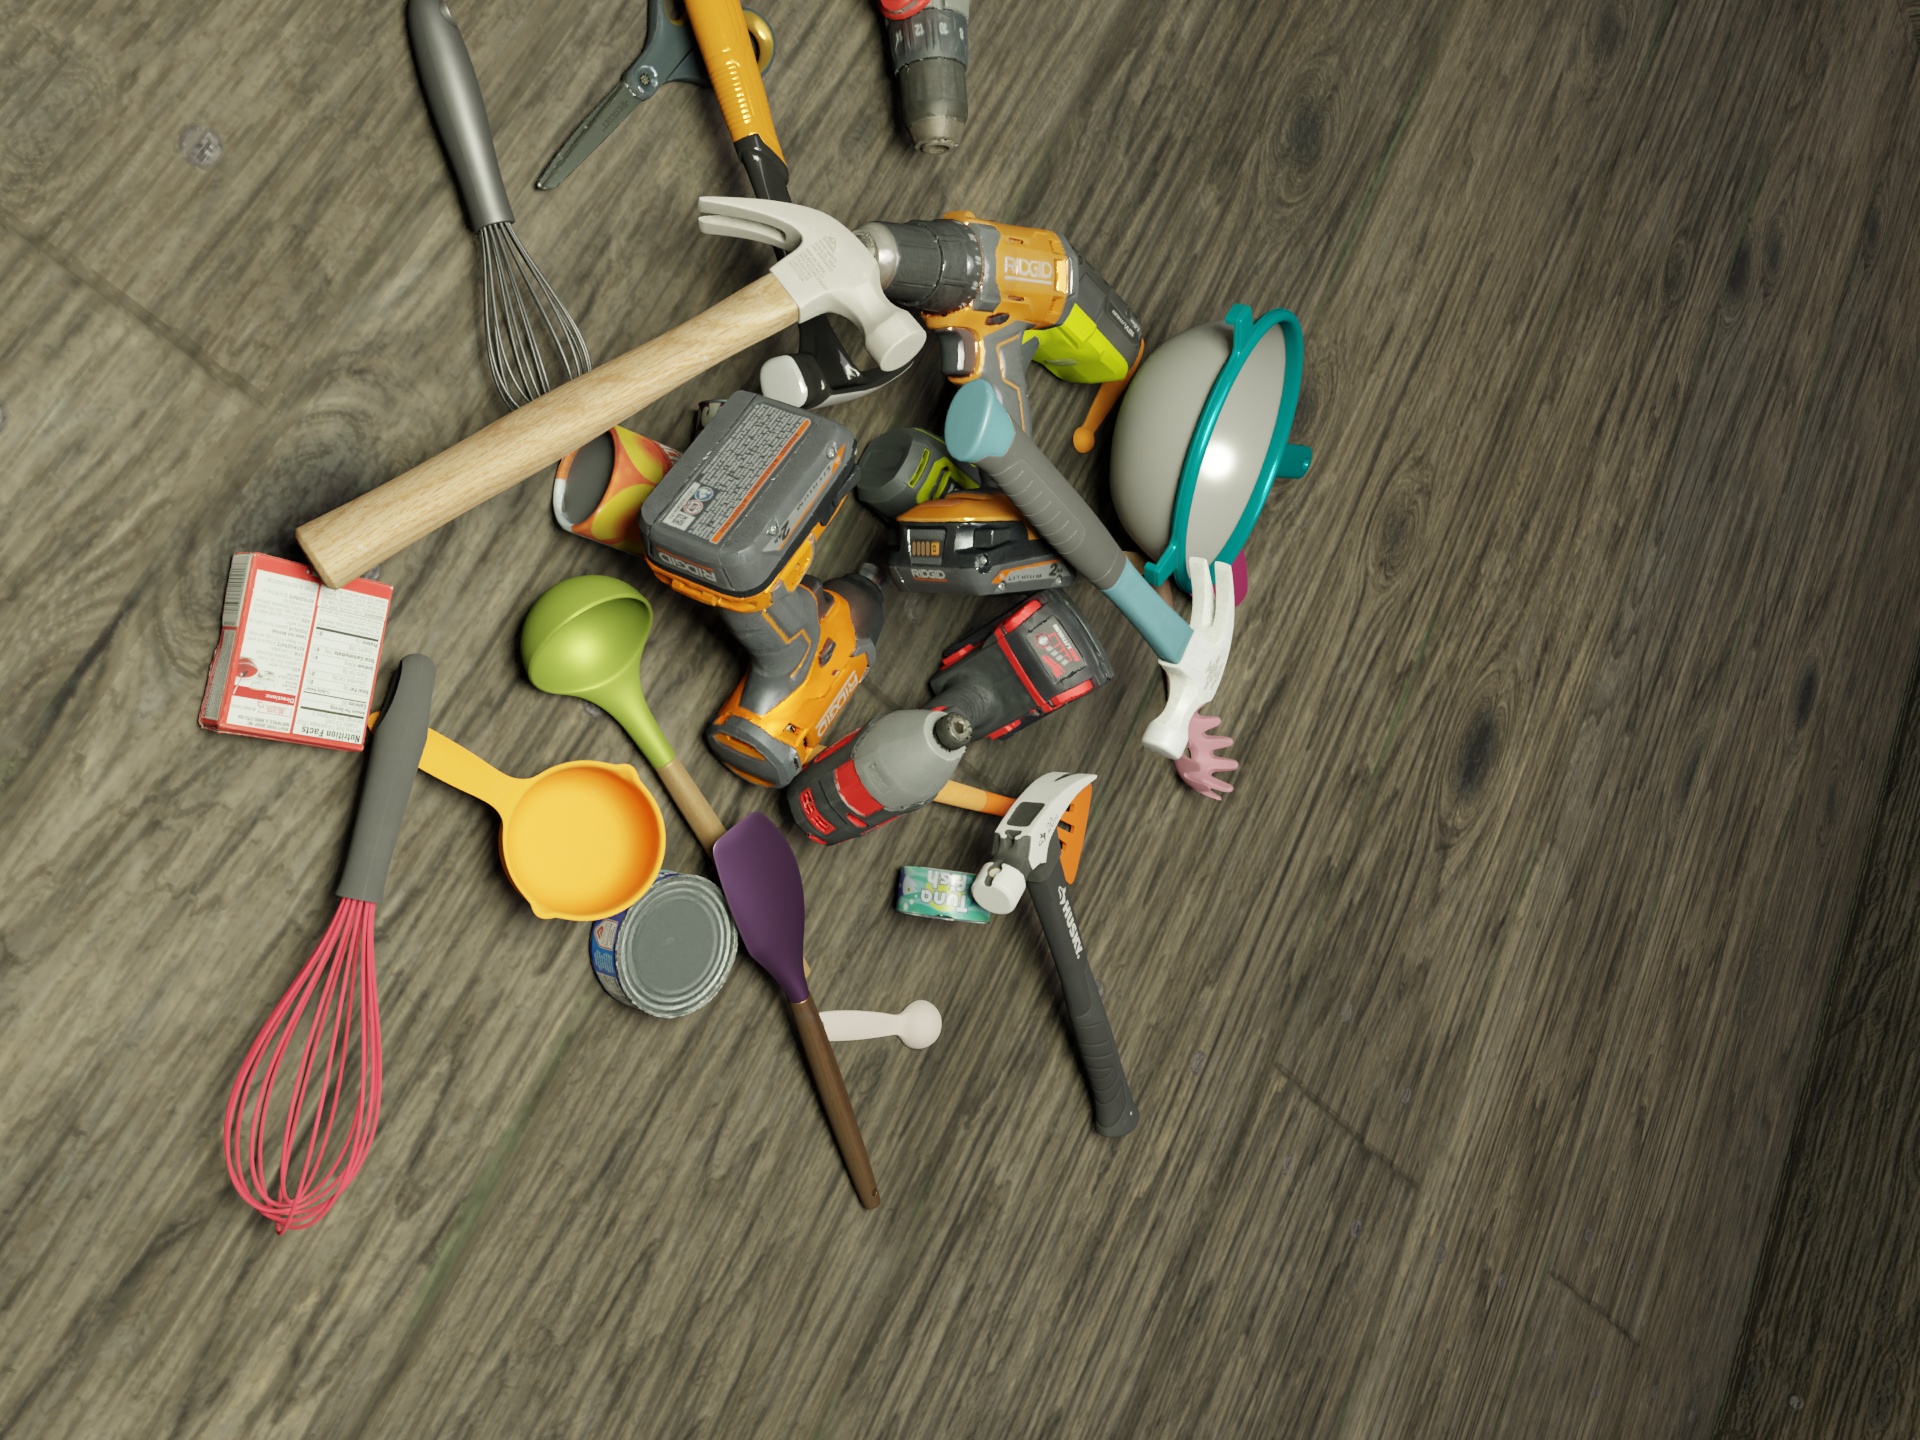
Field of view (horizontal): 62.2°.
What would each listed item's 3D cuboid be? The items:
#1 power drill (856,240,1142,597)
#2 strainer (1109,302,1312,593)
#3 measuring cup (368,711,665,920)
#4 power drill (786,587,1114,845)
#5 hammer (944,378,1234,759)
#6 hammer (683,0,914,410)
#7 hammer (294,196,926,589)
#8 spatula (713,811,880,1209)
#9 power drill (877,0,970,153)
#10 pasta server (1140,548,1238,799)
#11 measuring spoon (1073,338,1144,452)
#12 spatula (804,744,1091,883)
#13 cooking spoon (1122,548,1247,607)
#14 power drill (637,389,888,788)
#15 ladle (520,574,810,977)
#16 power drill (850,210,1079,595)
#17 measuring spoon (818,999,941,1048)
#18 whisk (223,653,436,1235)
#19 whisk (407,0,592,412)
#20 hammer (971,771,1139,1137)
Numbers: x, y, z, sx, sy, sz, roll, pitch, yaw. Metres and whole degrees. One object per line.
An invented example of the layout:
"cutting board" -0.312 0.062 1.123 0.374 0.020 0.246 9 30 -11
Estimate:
"power drill" 0.035 -0.206 1.105 0.171 0.080 0.223 35 73 -40
"strainer" 0.192 -0.213 1.215 0.340 0.095 0.211 -17 126 -65
"measuring cup" -0.247 0.045 0.877 0.173 0.052 0.095 32 75 -14
"power drill" -0.002 -0.003 1.019 0.220 0.143 0.078 -37 95 -47
"hammer" 0.087 -0.098 0.987 0.330 0.033 0.128 40 73 -48
"hammer" -0.118 -0.349 0.926 0.127 0.034 0.337 -32 107 -57
"hammer" -0.186 -0.168 0.819 0.331 0.031 0.130 -34 79 -17
"spatula" -0.096 0.196 1.027 0.060 0.018 0.315 -40 126 -40
"power drill" -0.060 -0.457 0.953 0.226 0.080 0.188 -6 91 -62
"pasta server" 0.169 -0.087 1.267 0.060 0.040 0.316 -30 113 -49
"measuring spoon" 0.117 -0.252 1.220 0.021 0.011 0.117 47 62 -36
"spatula" -0.010 0.052 1.118 0.322 0.041 0.081 18 80 -39
"cooking spoon" 0.147 -0.118 1.209 0.318 0.017 0.069 -5 89 -53
"power drill" -0.099 -0.081 0.930 0.164 0.084 0.226 -58 159 -27
"ladle" -0.160 0.048 0.950 0.078 0.062 0.319 -35 122 -13
"power drill" 0.001 -0.191 0.964 0.185 0.084 0.226 -11 104 -50
"measuring spoon" -0.057 0.210 1.086 0.124 0.018 0.034 9 87 -43
"whisk" -0.309 0.109 0.804 0.073 0.073 0.296 19 79 -43
"whisk" -0.247 -0.266 0.848 0.055 0.055 0.239 -26 106 -40
"hammer" 0.088 0.188 1.175 0.146 0.035 0.334 -57 140 -42
